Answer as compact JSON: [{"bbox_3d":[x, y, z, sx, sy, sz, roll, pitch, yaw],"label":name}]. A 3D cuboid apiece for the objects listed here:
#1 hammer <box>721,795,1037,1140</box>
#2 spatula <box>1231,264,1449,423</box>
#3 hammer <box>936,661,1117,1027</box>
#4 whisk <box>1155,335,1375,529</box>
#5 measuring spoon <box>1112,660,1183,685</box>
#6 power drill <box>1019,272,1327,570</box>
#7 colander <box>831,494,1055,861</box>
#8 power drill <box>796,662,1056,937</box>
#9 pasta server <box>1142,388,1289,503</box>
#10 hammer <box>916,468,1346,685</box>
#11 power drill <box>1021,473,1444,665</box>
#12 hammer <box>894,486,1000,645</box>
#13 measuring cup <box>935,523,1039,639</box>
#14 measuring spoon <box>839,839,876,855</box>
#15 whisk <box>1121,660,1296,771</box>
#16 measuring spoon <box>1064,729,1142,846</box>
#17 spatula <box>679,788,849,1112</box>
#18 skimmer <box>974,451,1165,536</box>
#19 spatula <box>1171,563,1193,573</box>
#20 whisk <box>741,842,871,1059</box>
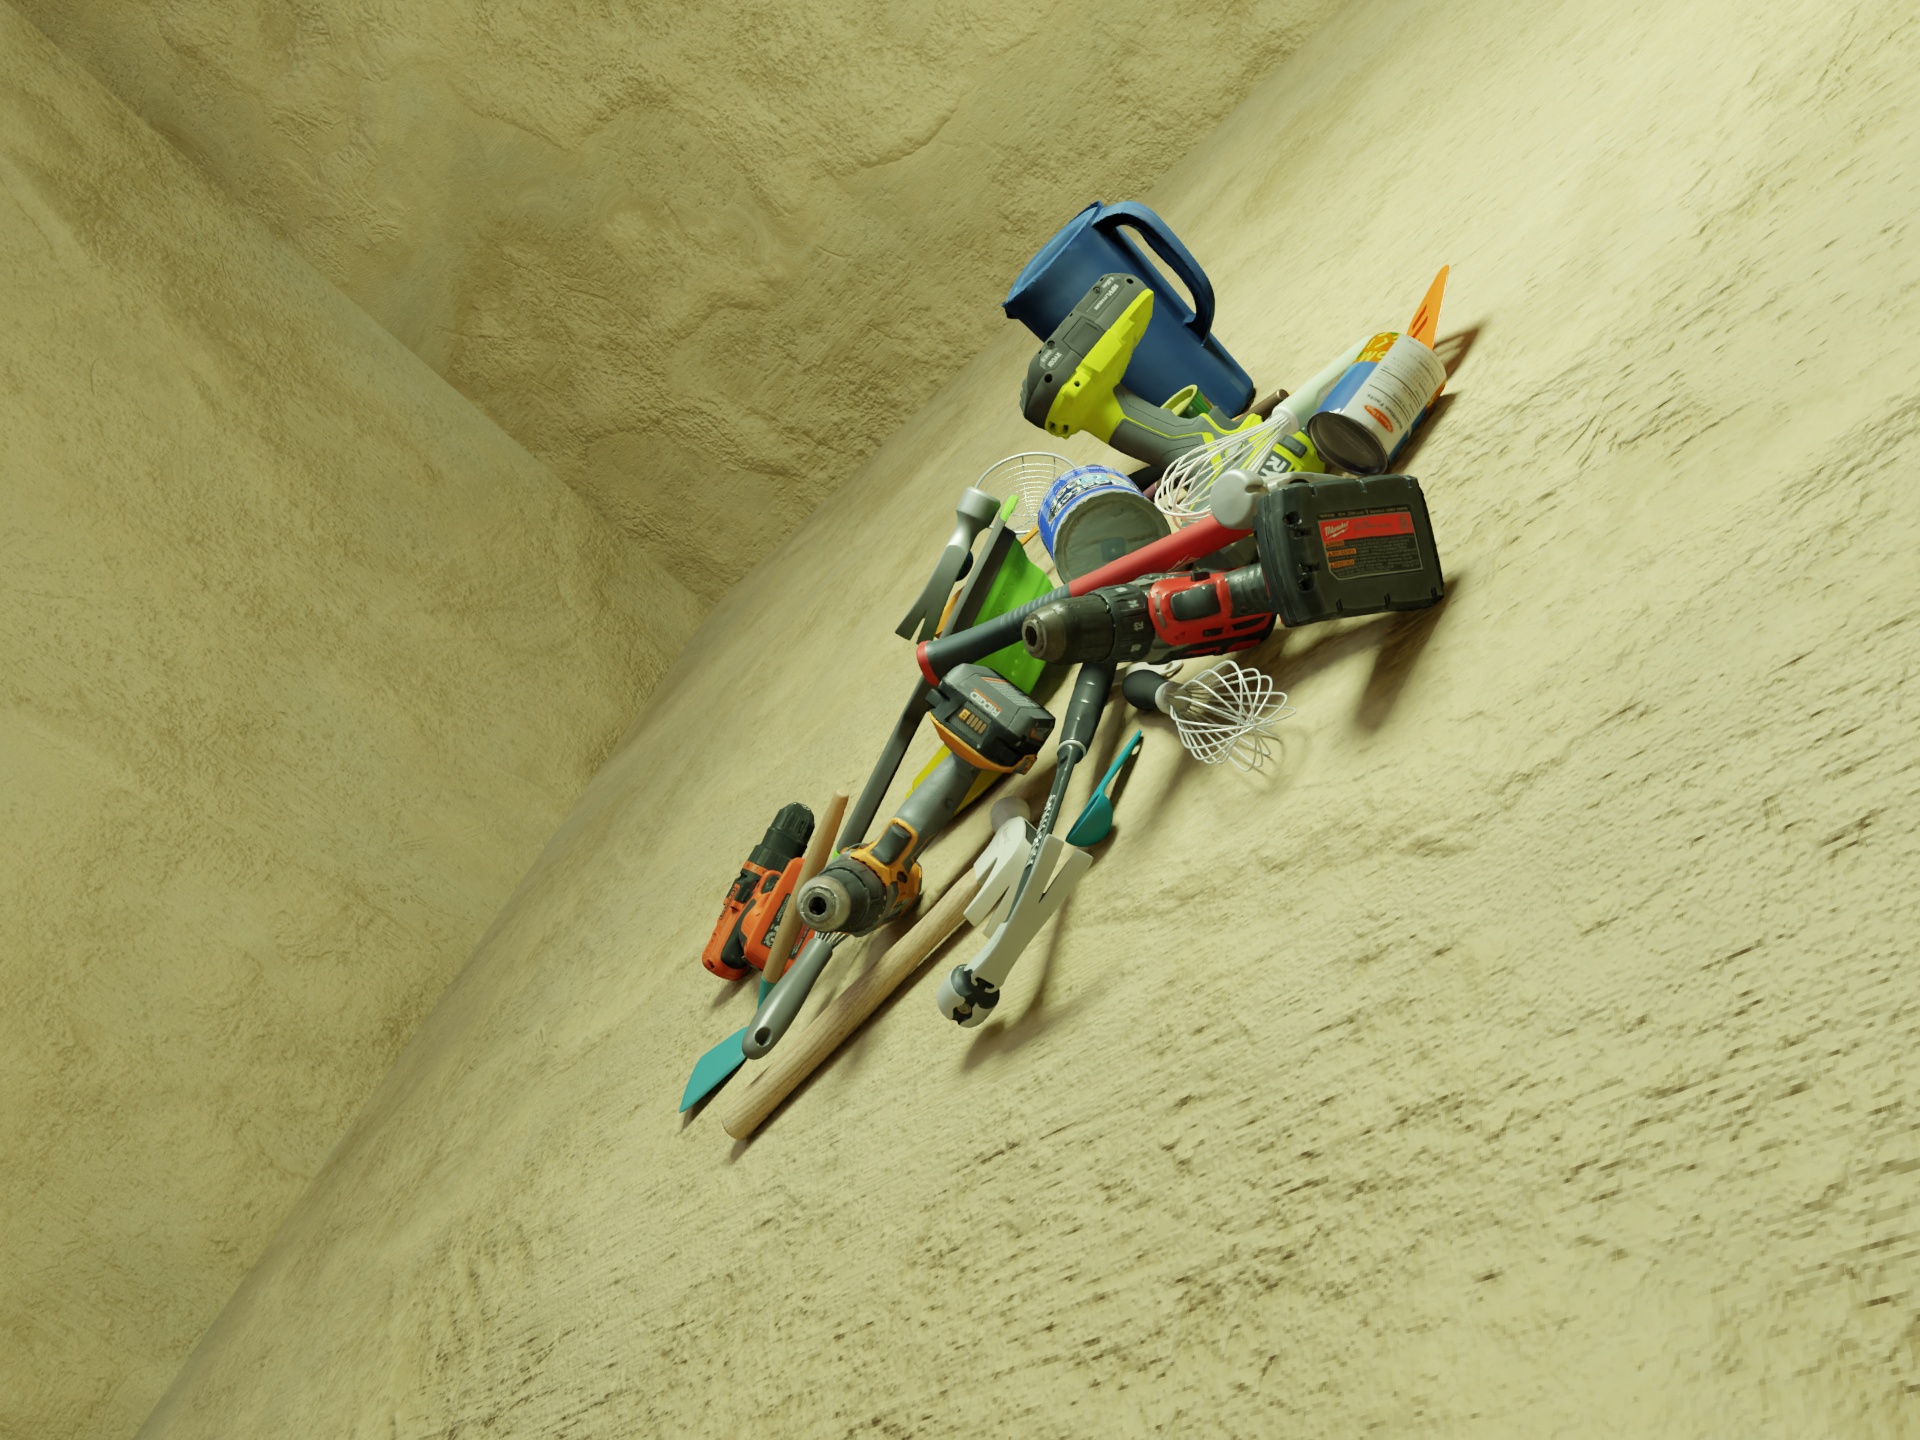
[{"bbox_3d":[-0.061,0.196,1.179,0.331,0.031,0.130,-46,15,12],"label":"hammer"},{"bbox_3d":[0.298,-0.281,1.317,0.322,0.041,0.081,-13,59,63],"label":"spatula"},{"bbox_3d":[0.075,0.028,1.115,0.149,0.036,0.409,-58,5,38],"label":"hammer"},{"bbox_3d":[0.234,-0.216,1.166,0.246,0.057,0.059,-39,42,-23],"label":"whisk"},{"bbox_3d":[0.133,-0.031,1.238,0.124,0.018,0.034,-13,38,55],"label":"measuring spoon"},{"bbox_3d":[0.180,-0.241,1.232,0.190,0.228,0.080,-51,-9,-13],"label":"power drill"},{"bbox_3d":[-0.002,-0.005,1.436,0.397,0.094,0.204,-63,2,15],"label":"colander"},{"bbox_3d":[-0.033,0.068,1.198,0.226,0.084,0.185,-54,-11,8],"label":"power drill"},{"bbox_3d":[0.195,-0.231,1.462,0.060,0.040,0.316,-49,8,-31],"label":"pasta server"},{"bbox_3d":[0.110,-0.098,1.180,0.143,0.038,0.386,-4,-13,-42],"label":"hammer"},{"bbox_3d":[0.163,-0.080,0.993,0.188,0.080,0.227,-9,-5,-29],"label":"power drill"},{"bbox_3d":[-0.009,-0.148,1.553,0.144,0.035,0.405,-63,2,5],"label":"hammer"},{"bbox_3d":[0.046,-0.136,1.667,0.173,0.052,0.095,-44,15,9],"label":"measuring cup"},{"bbox_3d":[-0.071,0.115,1.403,0.117,0.021,0.011,-19,5,46],"label":"measuring spoon"},{"bbox_3d":[0.153,-0.012,1.062,0.070,0.070,0.285,-49,10,-1],"label":"whisk"},{"bbox_3d":[0.109,0.047,1.110,0.042,0.021,0.129,-54,-2,43],"label":"measuring spoon"},{"bbox_3d":[-0.162,0.193,1.337,0.082,0.044,0.317,-83,15,-70],"label":"spatula"},{"bbox_3d":[0.127,-0.257,1.652,0.127,0.090,0.363,-44,14,-19],"label":"skimmer"},{"bbox_3d":[0.210,-0.181,1.378,0.059,0.018,0.316,-37,18,40],"label":"spatula"},{"bbox_3d":[-0.116,0.183,1.285,0.055,0.055,0.239,-35,15,41],"label":"whisk"}]
